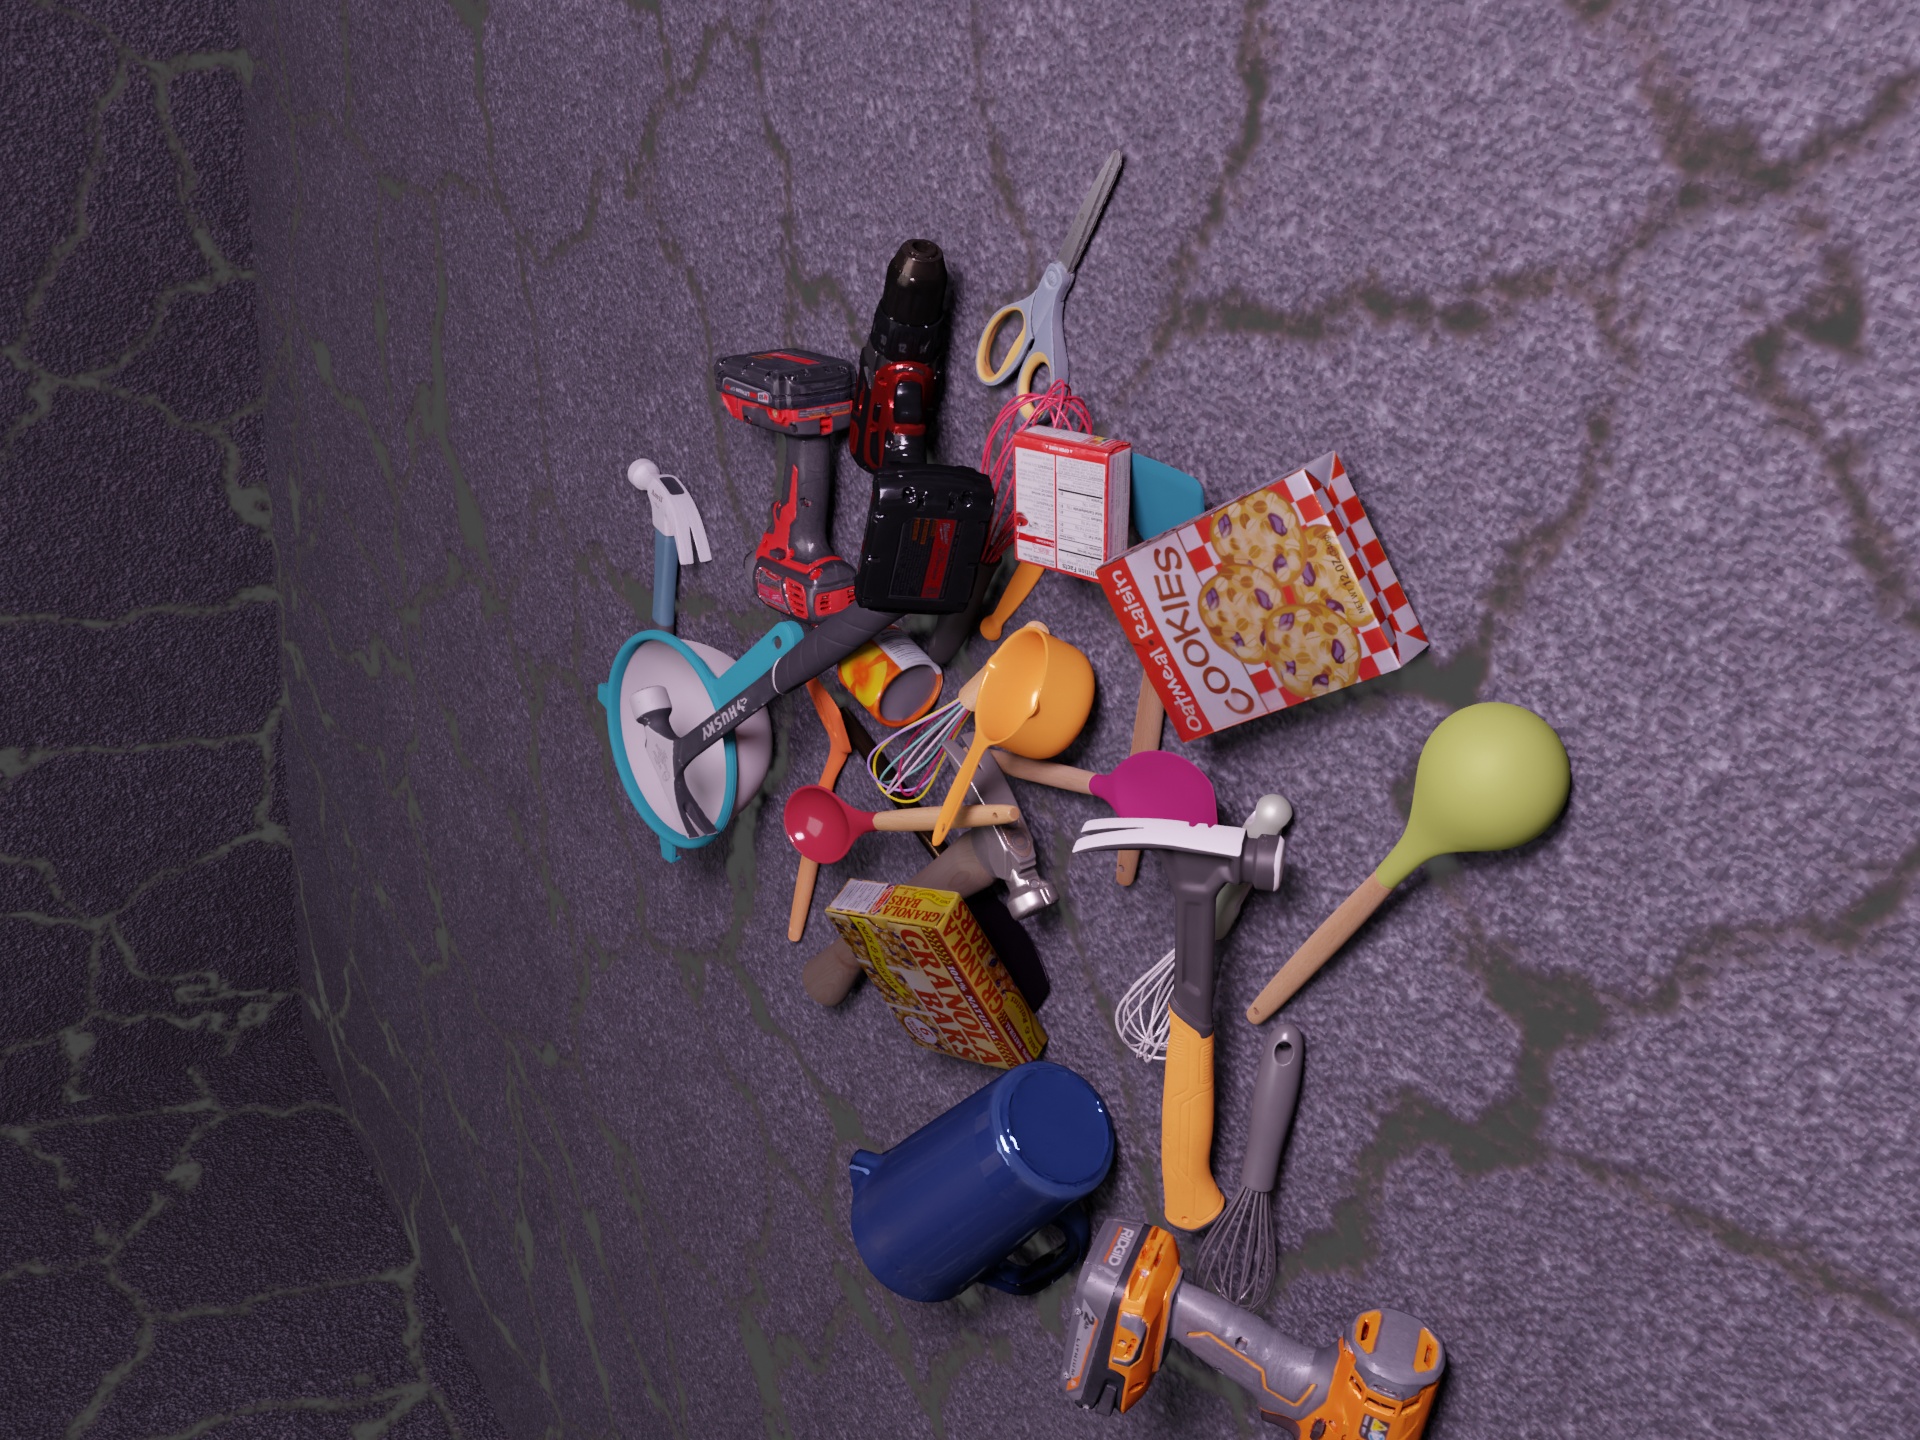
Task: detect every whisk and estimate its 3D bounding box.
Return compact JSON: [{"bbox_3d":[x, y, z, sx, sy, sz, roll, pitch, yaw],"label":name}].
[{"bbox_3d":[0.197,0.306,1.066,0.055,0.055,0.238,30,120,46],"label":"whisk"},{"bbox_3d":[0.164,0.143,1.060,0.059,0.058,0.246,25,126,6],"label":"whisk"},{"bbox_3d":[0.000,-0.003,1.234,0.245,0.051,0.047,-44,56,45],"label":"whisk"},{"bbox_3d":[0.025,-0.131,1.140,0.073,0.073,0.295,59,147,23],"label":"whisk"}]

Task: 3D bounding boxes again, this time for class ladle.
[{"bbox_3d":[0.247,0.101,0.937,0.078,0.062,0.320,53,146,21],"label":"ladle"},{"bbox_3d":[-0.050,0.077,1.247,0.315,0.031,0.069,-8,99,56],"label":"ladle"}]

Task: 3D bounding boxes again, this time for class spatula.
[{"bbox_3d":[-0.137,0.087,1.454,0.081,0.041,0.322,51,140,40],"label":"spatula"},{"bbox_3d":[0.121,-0.024,1.056,0.082,0.044,0.317,29,126,41],"label":"spatula"},{"bbox_3d":[-0.019,0.103,1.315,0.316,0.018,0.059,53,140,27],"label":"spatula"}]

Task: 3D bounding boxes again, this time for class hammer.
[{"bbox_3d":[-0.053,0.152,1.338,0.410,0.038,0.146,-43,68,54],"label":"hammer"},{"bbox_3d":[-0.306,-0.092,1.633,0.128,0.033,0.330,40,132,42],"label":"hammer"},{"bbox_3d":[-0.156,-0.024,1.315,0.409,0.036,0.149,-31,75,47],"label":"hammer"},{"bbox_3d":[0.144,0.211,1.052,0.127,0.034,0.336,6,122,17],"label":"hammer"}]

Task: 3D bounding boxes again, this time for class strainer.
[{"bbox_3d":[-0.210,-0.015,1.481,0.340,0.095,0.211,-35,75,46],"label":"strainer"}]

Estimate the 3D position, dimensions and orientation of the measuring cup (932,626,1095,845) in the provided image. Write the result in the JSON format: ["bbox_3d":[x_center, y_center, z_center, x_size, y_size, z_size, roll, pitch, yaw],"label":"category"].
[{"bbox_3d":[0.037,0.020,1.129,0.173,0.052,0.095,-64,27,13],"label":"measuring cup"}]

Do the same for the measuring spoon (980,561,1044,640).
[{"bbox_3d":[0.040,-0.097,1.169,0.021,0.011,0.116,59,142,22],"label":"measuring spoon"}]

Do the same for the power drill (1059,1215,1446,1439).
[{"bbox_3d":[0.184,0.431,1.036,0.226,0.084,0.164,15,118,18],"label":"power drill"}]

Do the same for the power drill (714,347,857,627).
[{"bbox_3d":[-0.145,-0.195,1.340,0.143,0.078,0.219,26,125,48],"label":"power drill"}]

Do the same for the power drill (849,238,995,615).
[{"bbox_3d":[-0.033,-0.205,1.113,0.187,0.080,0.227,105,162,-46],"label":"power drill"}]

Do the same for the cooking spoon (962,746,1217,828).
[{"bbox_3d":[0.082,0.041,1.119,0.319,0.017,0.068,11,110,60],"label":"cooking spoon"}]
